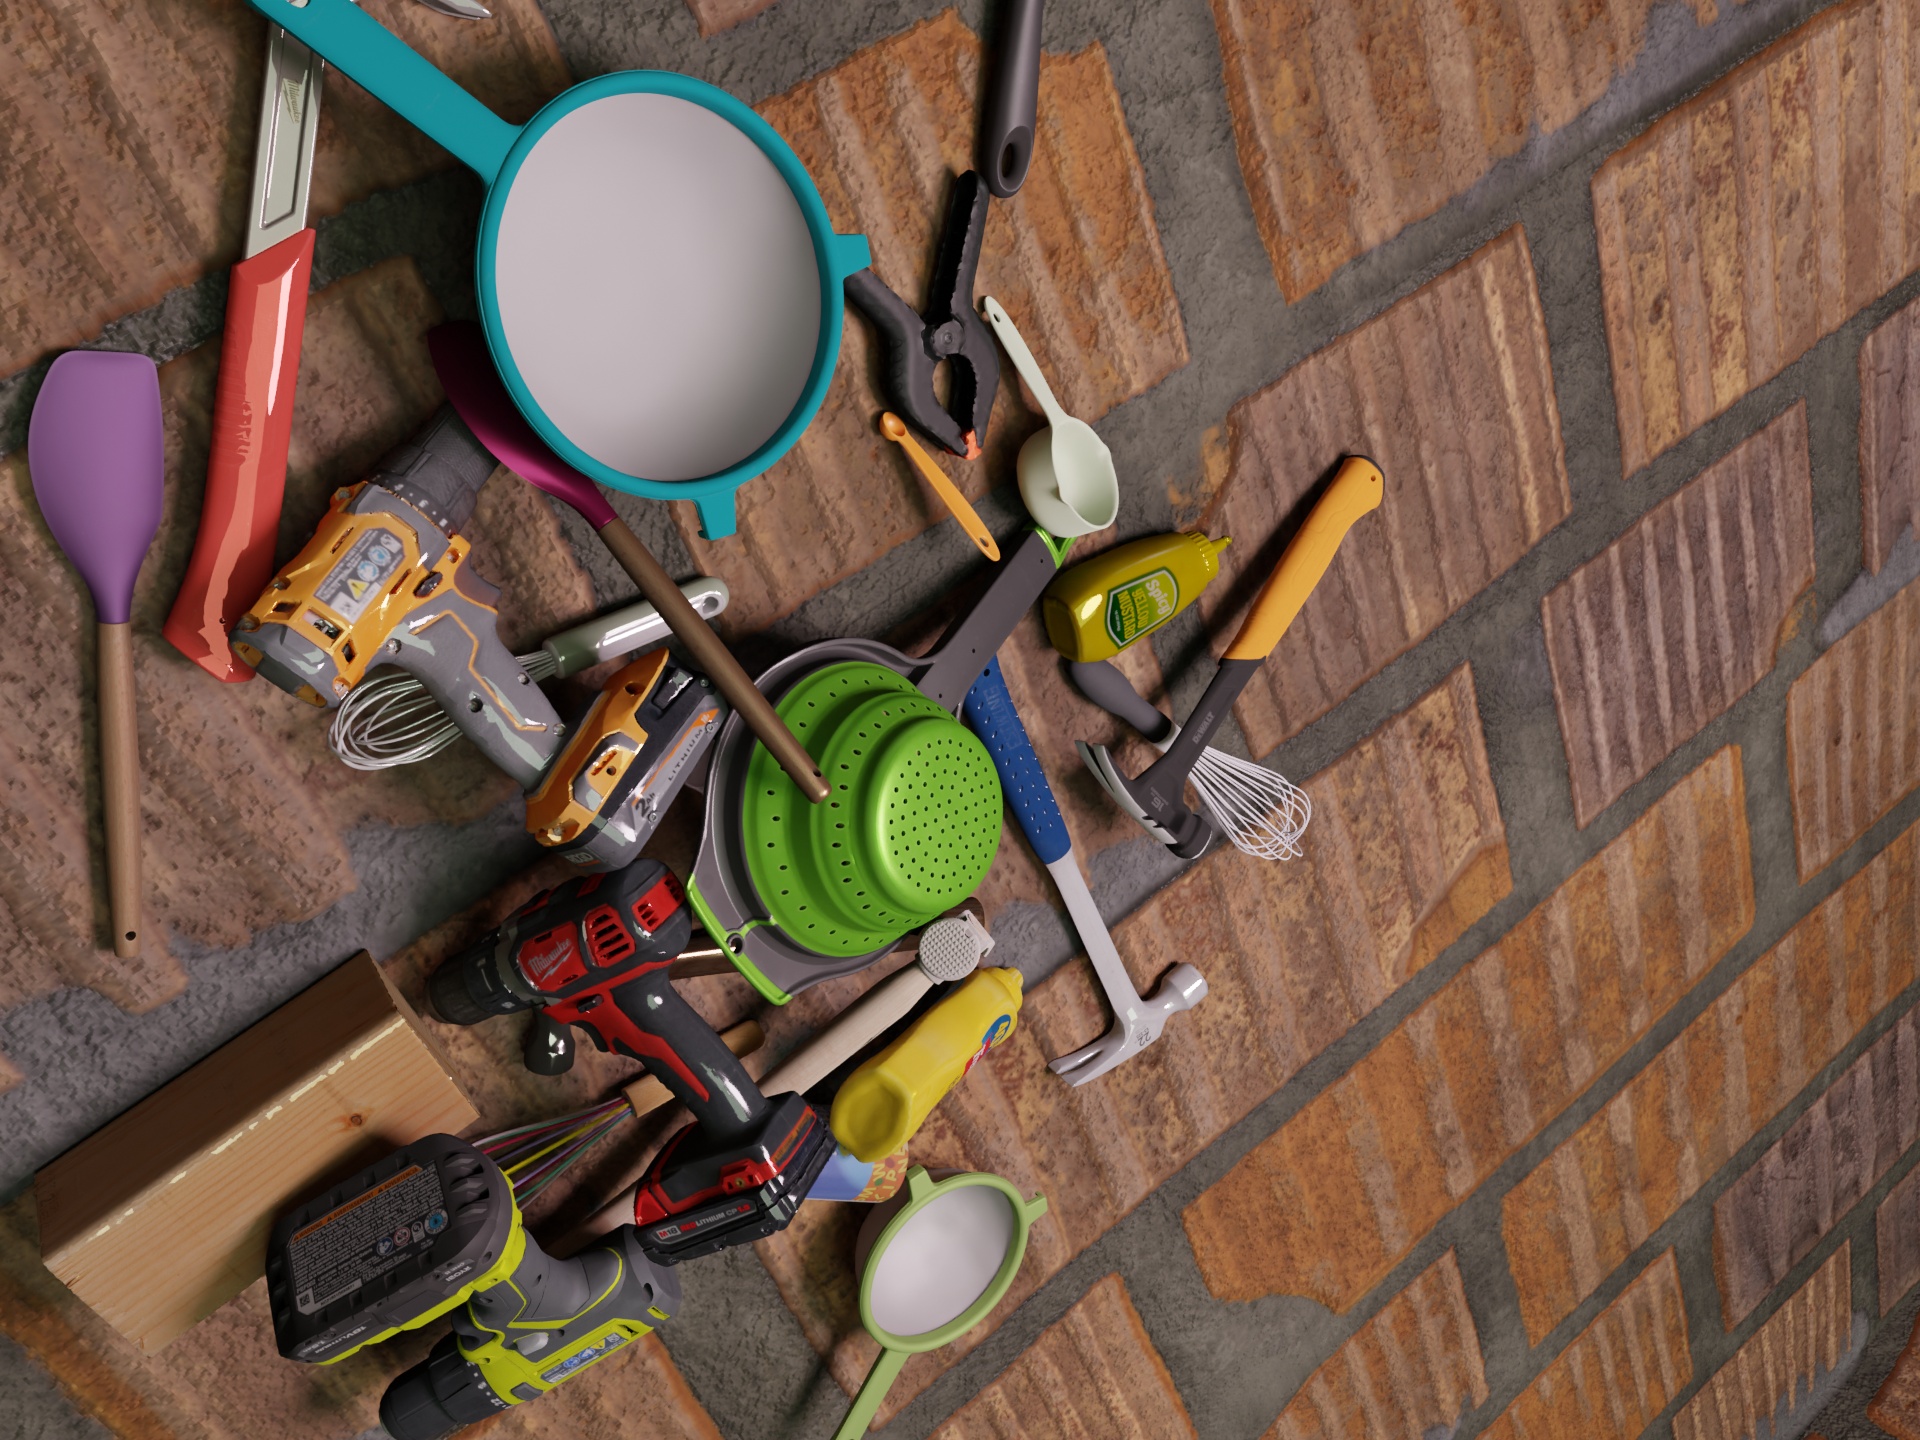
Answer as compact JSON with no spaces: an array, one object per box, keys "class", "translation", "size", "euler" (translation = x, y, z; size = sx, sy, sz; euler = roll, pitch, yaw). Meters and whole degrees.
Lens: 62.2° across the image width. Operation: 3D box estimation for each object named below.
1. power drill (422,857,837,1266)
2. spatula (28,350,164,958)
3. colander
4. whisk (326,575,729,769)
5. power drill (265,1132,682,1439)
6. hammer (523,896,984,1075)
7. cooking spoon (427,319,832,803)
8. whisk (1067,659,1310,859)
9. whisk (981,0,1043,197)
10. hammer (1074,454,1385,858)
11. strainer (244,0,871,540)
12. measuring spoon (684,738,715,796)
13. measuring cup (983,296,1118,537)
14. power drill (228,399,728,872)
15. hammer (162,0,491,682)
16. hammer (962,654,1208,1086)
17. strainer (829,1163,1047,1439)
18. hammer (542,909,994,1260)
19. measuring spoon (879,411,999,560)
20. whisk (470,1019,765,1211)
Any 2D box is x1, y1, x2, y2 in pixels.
[{"class":"power drill","translation":[-0.198,0.201,0.926],"size":[0.226,0.188,0.080],"euler":[59,27,-11]},{"class":"spatula","translation":[-0.428,-0.025,0.800],"size":[0.059,0.018,0.315],"euler":[-9,113,-40]},{"class":"colander","translation":[-0.002,-0.003,0.968],"size":[0.397,0.094,0.204],"euler":[-54,127,-32]},{"class":"whisk","translation":[-0.239,-0.032,0.907],"size":[0.246,0.059,0.057],"euler":[-26,137,-28]},{"class":"power drill","translation":[-0.289,0.337,0.911],"size":[0.190,0.080,0.228],"euler":[-29,142,-2]},{"class":"hammer","translation":[-0.126,0.149,1.065],"size":[0.331,0.031,0.130],"euler":[-3,111,-33]},{"class":"cooking spoon","translation":[-0.170,-0.084,0.844],"size":[0.319,0.017,0.069],"euler":[52,33,-5]},{"class":"whisk","translation":[0.174,0.027,1.206],"size":[0.284,0.070,0.070],"euler":[37,86,-33]},{"class":"whisk","translation":[0.041,-0.455,0.920],"size":[0.073,0.073,0.295],"euler":[-10,120,-31]},{"class":"hammer","translation":[0.214,-0.068,1.171],"size":[0.127,0.034,0.337],"euler":[43,73,-28]},{"class":"strainer","translation":[-0.213,-0.252,0.799],"size":[0.340,0.095,0.211],"euler":[33,76,-38]},{"class":"measuring spoon","translation":[-0.152,0.066,1.008],"size":[0.034,0.018,0.124],"euler":[-32,112,-34]},{"class":"measuring cup","translation":[0.046,-0.195,1.038],"size":[0.167,0.038,0.083],"euler":[59,39,-15]},{"class":"power drill","translation":[-0.235,-0.048,0.844],"size":[0.226,0.084,0.185],"euler":[38,65,-20]},{"class":"hammer","translation":[-0.333,-0.194,0.785],"size":[0.149,0.037,0.359],"euler":[3,106,-35]},{"class":"hammer","translation":[0.071,0.109,1.177],"size":[0.144,0.035,0.405],"euler":[-37,125,-17]},{"class":"strainer","translation":[-0.051,0.442,1.209],"size":[0.151,0.069,0.256],"euler":[26,94,-40]},{"class":"hammer","translation":[-0.145,0.265,1.050],"size":[0.410,0.146,0.038],"euler":[-39,82,1]},{"class":"measuring spoon","translation":[-0.014,-0.146,1.005],"size":[0.117,0.011,0.021],"euler":[51,35,-11]},{"class":"whisk","translation":[-0.236,0.260,1.035],"size":[0.245,0.051,0.047],"euler":[-26,142,-28]}]
